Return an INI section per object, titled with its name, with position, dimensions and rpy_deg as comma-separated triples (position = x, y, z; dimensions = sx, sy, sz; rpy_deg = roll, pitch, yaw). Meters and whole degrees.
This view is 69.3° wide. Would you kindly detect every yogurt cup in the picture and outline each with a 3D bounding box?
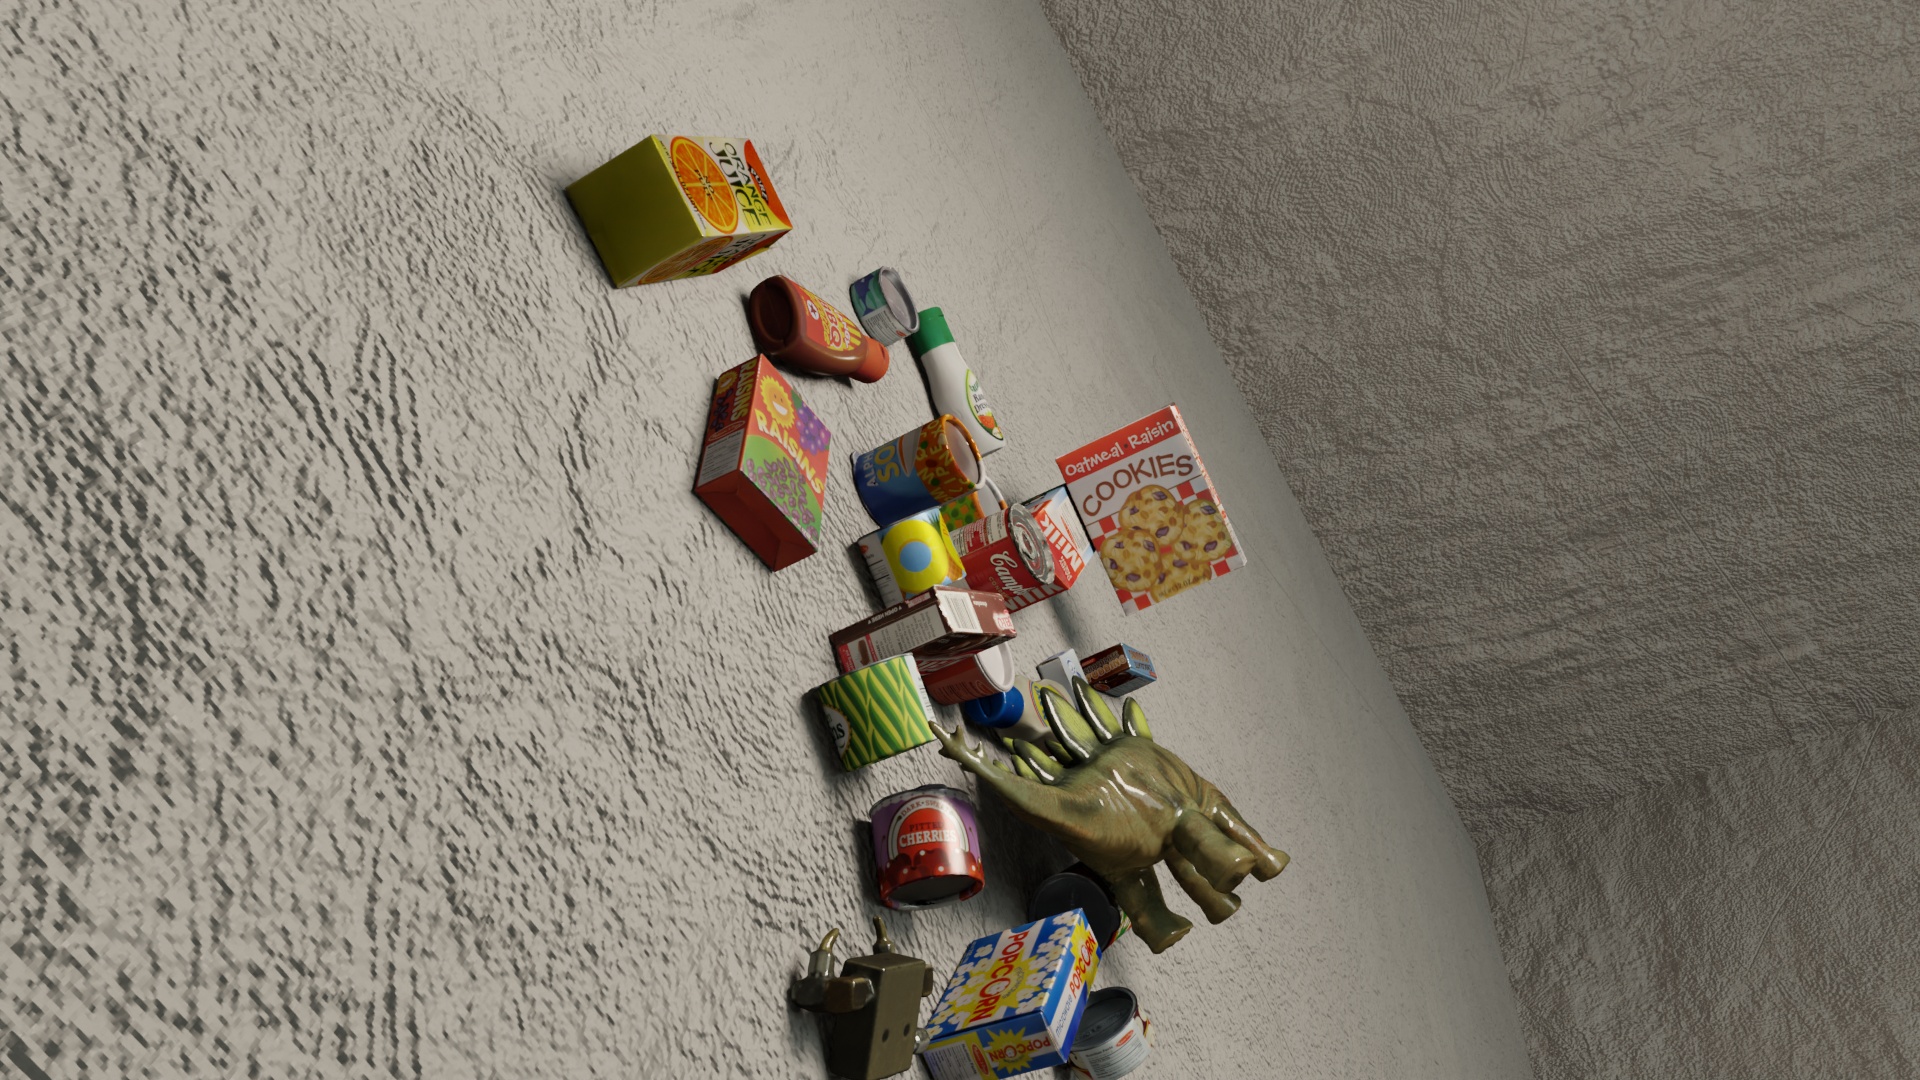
[yogurt cup]
position = 0.003, 0.091, 1.057
dimensions = 0.072, 0.054, 0.073
rpy_deg = 51, 25, -35

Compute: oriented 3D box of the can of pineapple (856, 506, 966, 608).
[can of pineapple]
position = -0.034, 0.012, 1.035
dimensions = 0.058, 0.071, 0.071
rpy_deg = 67, 20, 1

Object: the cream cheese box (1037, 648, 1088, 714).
[cream cheese box]
position = 0.108, 0.154, 1.285
dimensions = 0.104, 0.024, 0.053
rpy_deg = 67, 19, 3

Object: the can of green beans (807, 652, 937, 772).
[can of green beans]
position = -0.052, 0.110, 0.888
dimensions = 0.071, 0.071, 0.058
rpy_deg = 1, 67, -68

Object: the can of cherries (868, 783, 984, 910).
[can of cherries]
position = -0.021, 0.192, 0.868
dimensions = 0.071, 0.071, 0.058
rpy_deg = 39, 34, -50

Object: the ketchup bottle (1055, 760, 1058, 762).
[ketchup bottle]
position = 0.119, 0.219, 1.212
dimensions = 0.149, 0.043, 0.065
rpy_deg = 15, 51, -64

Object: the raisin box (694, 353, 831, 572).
[raisin box]
position = -0.128, -0.053, 0.923
dimensions = 0.086, 0.040, 0.124
rpy_deg = 49, 27, -36

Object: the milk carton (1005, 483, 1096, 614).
[milk carton]
position = 0.064, 0.012, 1.271
dimensions = 0.073, 0.072, 0.191
rpy_deg = 63, 20, -6

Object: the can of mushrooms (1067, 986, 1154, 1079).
[can of mushrooms]
position = 0.103, 0.354, 0.997
dimensions = 0.033, 0.071, 0.071
rpy_deg = 61, 21, -11

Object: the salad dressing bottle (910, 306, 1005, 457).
[salad dressing bottle]
position = -0.007, -0.147, 1.313
dimensions = 0.147, 0.044, 0.064
rpy_deg = 66, 22, 2

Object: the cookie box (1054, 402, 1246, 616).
[cookie box]
position = 0.181, -0.030, 1.321
dimensions = 0.167, 0.123, 0.040
rpy_deg = 66, 17, 1

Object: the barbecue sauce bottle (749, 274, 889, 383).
[barbecue sauce bottle]
position = -0.106, -0.157, 1.085
dimensions = 0.148, 0.043, 0.065
rpy_deg = 18, 50, -64

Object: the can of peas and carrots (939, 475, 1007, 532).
[can of peas and carrots]
position = 0.004, -0.015, 1.172
dimensions = 0.070, 0.058, 0.071
rpy_deg = 50, 26, -35

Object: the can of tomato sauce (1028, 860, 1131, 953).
[can of tomato sauce]
position = 0.099, 0.279, 1.061
dimensions = 0.083, 0.071, 0.071
rpy_deg = 5, 63, -67

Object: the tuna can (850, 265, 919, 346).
[tuna can]
position = -0.068, -0.213, 1.252
dimensions = 0.071, 0.033, 0.071
rpy_deg = 51, 25, -35

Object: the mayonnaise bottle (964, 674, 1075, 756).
[mayonnaise bottle]
position = 0.052, 0.140, 1.140
dimensions = 0.148, 0.041, 0.065
rpy_deg = 26, 43, -60

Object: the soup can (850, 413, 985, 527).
[soup can]
position = -0.033, -0.056, 1.092
dimensions = 0.071, 0.083, 0.072
rpy_deg = 50, 26, -35

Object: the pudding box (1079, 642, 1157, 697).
[pudding box]
position = 0.160, 0.131, 1.401
dimensions = 0.083, 0.049, 0.030
rpy_deg = 26, 42, -59

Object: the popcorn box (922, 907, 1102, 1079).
[popcorn box]
position = 0.034, 0.288, 0.874
dimensions = 0.038, 0.085, 0.127
rpy_deg = 65, 20, -6

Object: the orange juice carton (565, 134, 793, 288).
[orange juice carton]
position = -0.177, -0.226, 0.948
dimensions = 0.071, 0.073, 0.193
rpy_deg = 63, 20, -6
